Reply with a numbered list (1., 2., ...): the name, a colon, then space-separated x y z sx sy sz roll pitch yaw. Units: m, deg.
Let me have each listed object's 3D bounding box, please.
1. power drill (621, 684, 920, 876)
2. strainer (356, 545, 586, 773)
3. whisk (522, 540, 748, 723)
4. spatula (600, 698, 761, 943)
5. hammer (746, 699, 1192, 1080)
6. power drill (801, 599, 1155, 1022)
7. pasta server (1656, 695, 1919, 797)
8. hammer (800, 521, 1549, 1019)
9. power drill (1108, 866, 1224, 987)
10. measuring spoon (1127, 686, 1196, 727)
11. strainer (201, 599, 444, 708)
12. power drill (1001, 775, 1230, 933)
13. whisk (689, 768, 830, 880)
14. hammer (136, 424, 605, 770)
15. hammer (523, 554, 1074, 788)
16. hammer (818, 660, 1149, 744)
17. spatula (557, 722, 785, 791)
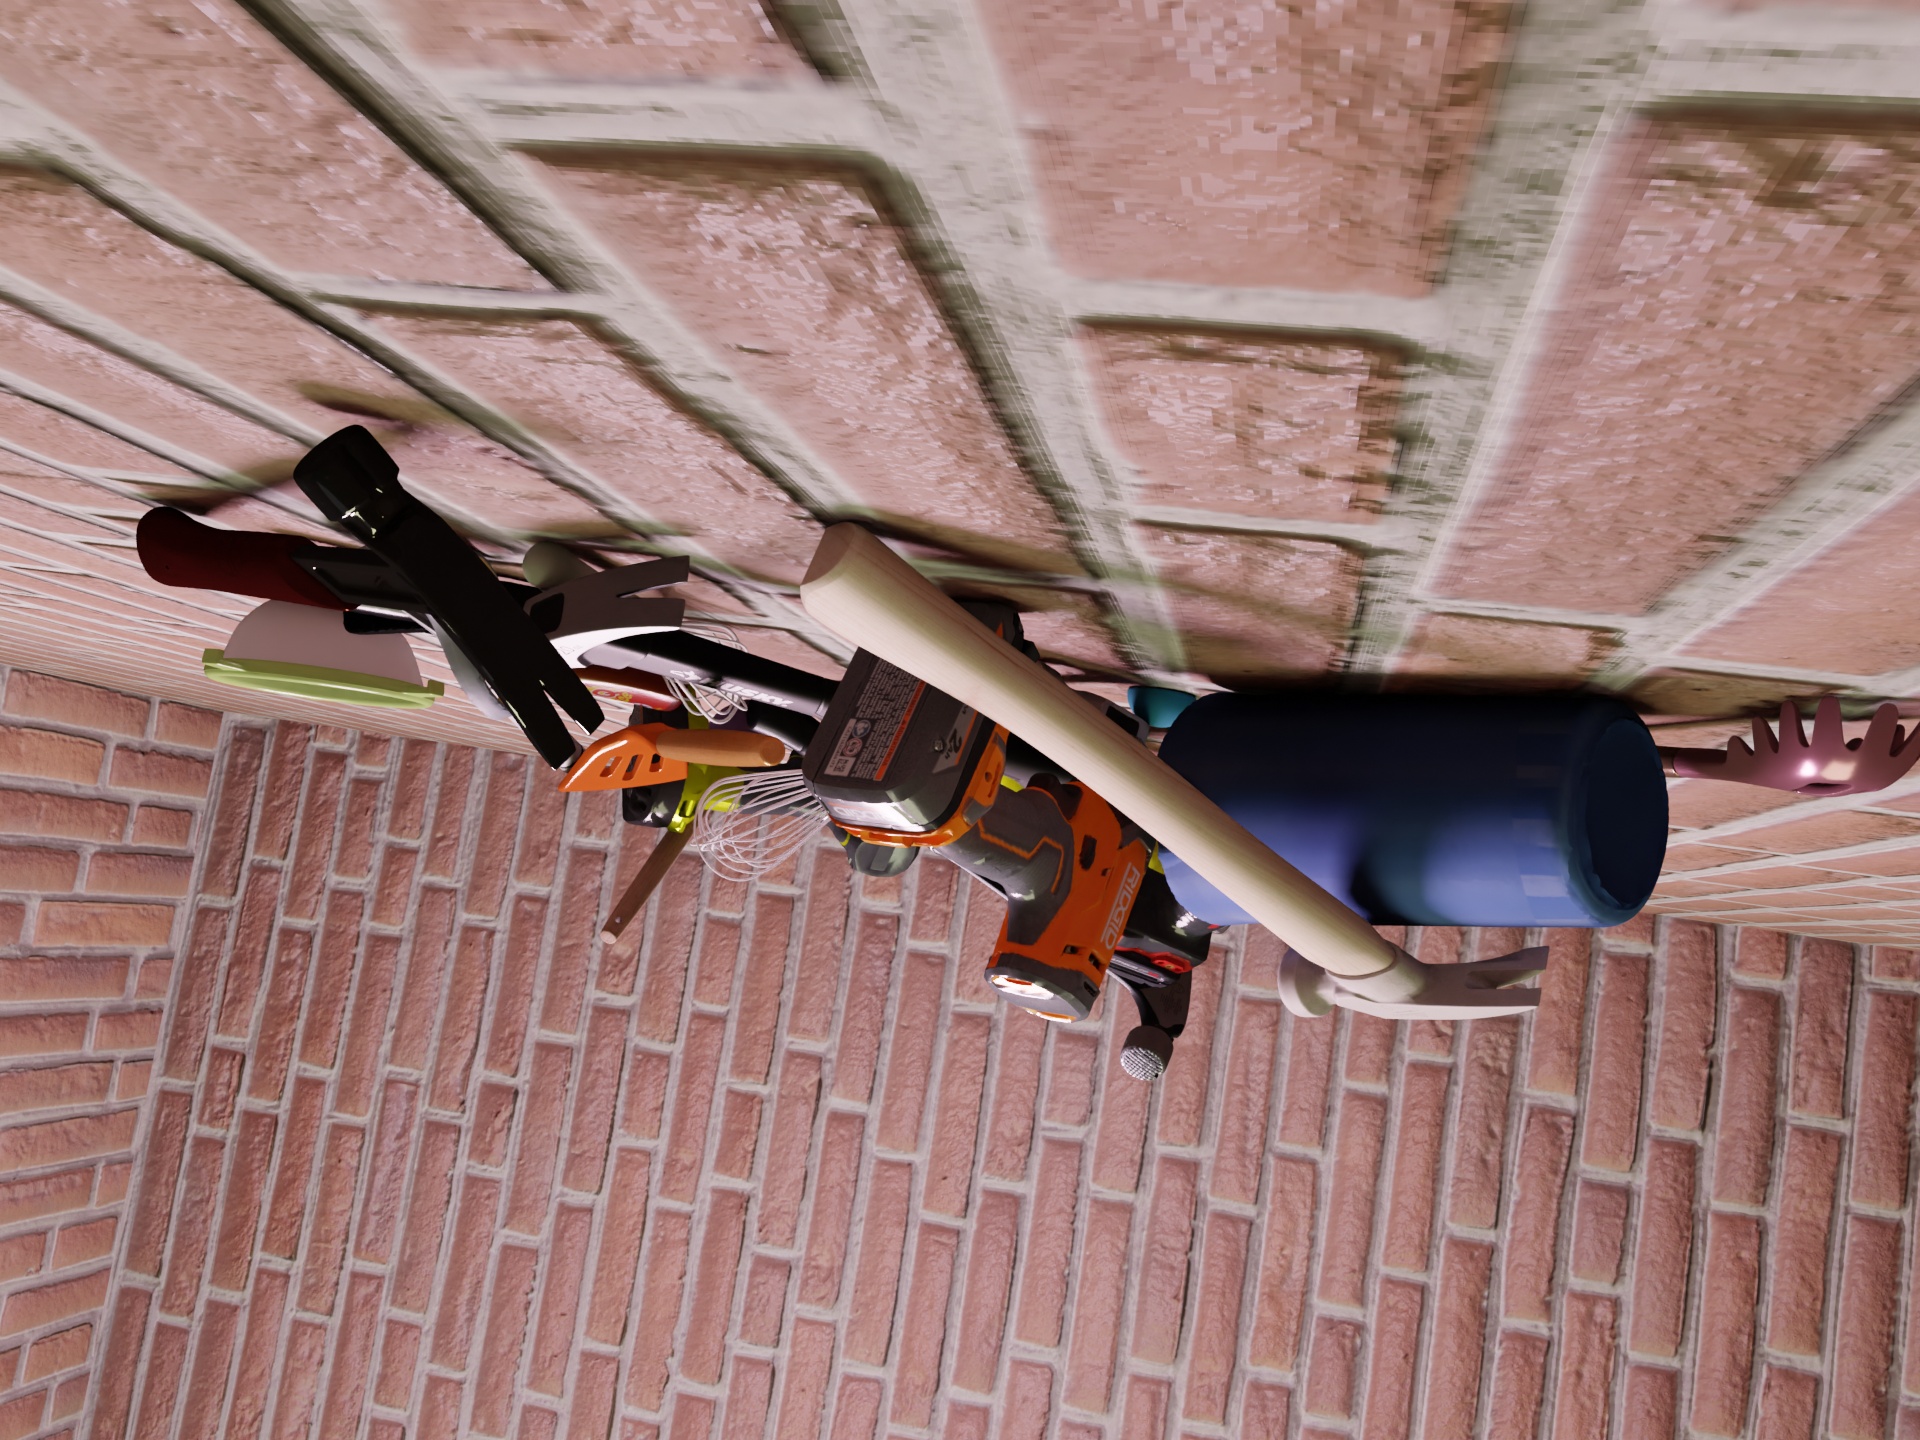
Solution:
1. power drill: -0.148 0.035 1.257 0.223 0.080 0.171 12 -146 -21
2. strainer: -0.267 -0.033 0.880 0.087 0.050 0.258 31 163 32
3. whisk: -0.168 -0.049 0.868 0.058 0.059 0.246 3 167 17
4. spatula: -0.211 0.070 1.253 0.060 0.018 0.316 27 -144 -2
5. hammer: 0.008 0.100 1.203 0.409 0.149 0.036 37 129 -1
6. power drill: 0.029 0.034 0.811 0.084 0.164 0.226 4 149 37
7. pasta server: 0.352 0.013 0.810 0.060 0.040 0.316 10 178 -14
8. hammer: 0.098 0.037 0.713 0.410 0.038 0.146 36 150 -30
9. power drill: 0.148 0.100 1.084 0.187 0.080 0.226 24 147 -23
10. measuring spoon: 0.150 0.002 0.992 0.042 0.021 0.128 3 170 45
11. strainer: -0.463 -0.050 1.160 0.151 0.069 0.256 9 175 -23
12. power drill: 0.133 0.084 1.248 0.228 0.080 0.191 36 167 -38
13. whisk: -0.076 0.041 1.136 0.070 0.070 0.284 3 -162 44
14. hammer: -0.295 -0.061 0.720 0.359 0.037 0.149 9 141 48
15. hammer: -0.062 -0.011 0.834 0.334 0.035 0.146 17 158 -35
16. hammer: -0.002 -0.003 1.058 0.130 0.031 0.331 27 167 -33
17. spatula: -0.147 0.022 0.845 0.081 0.041 0.323 -5 -178 -24
